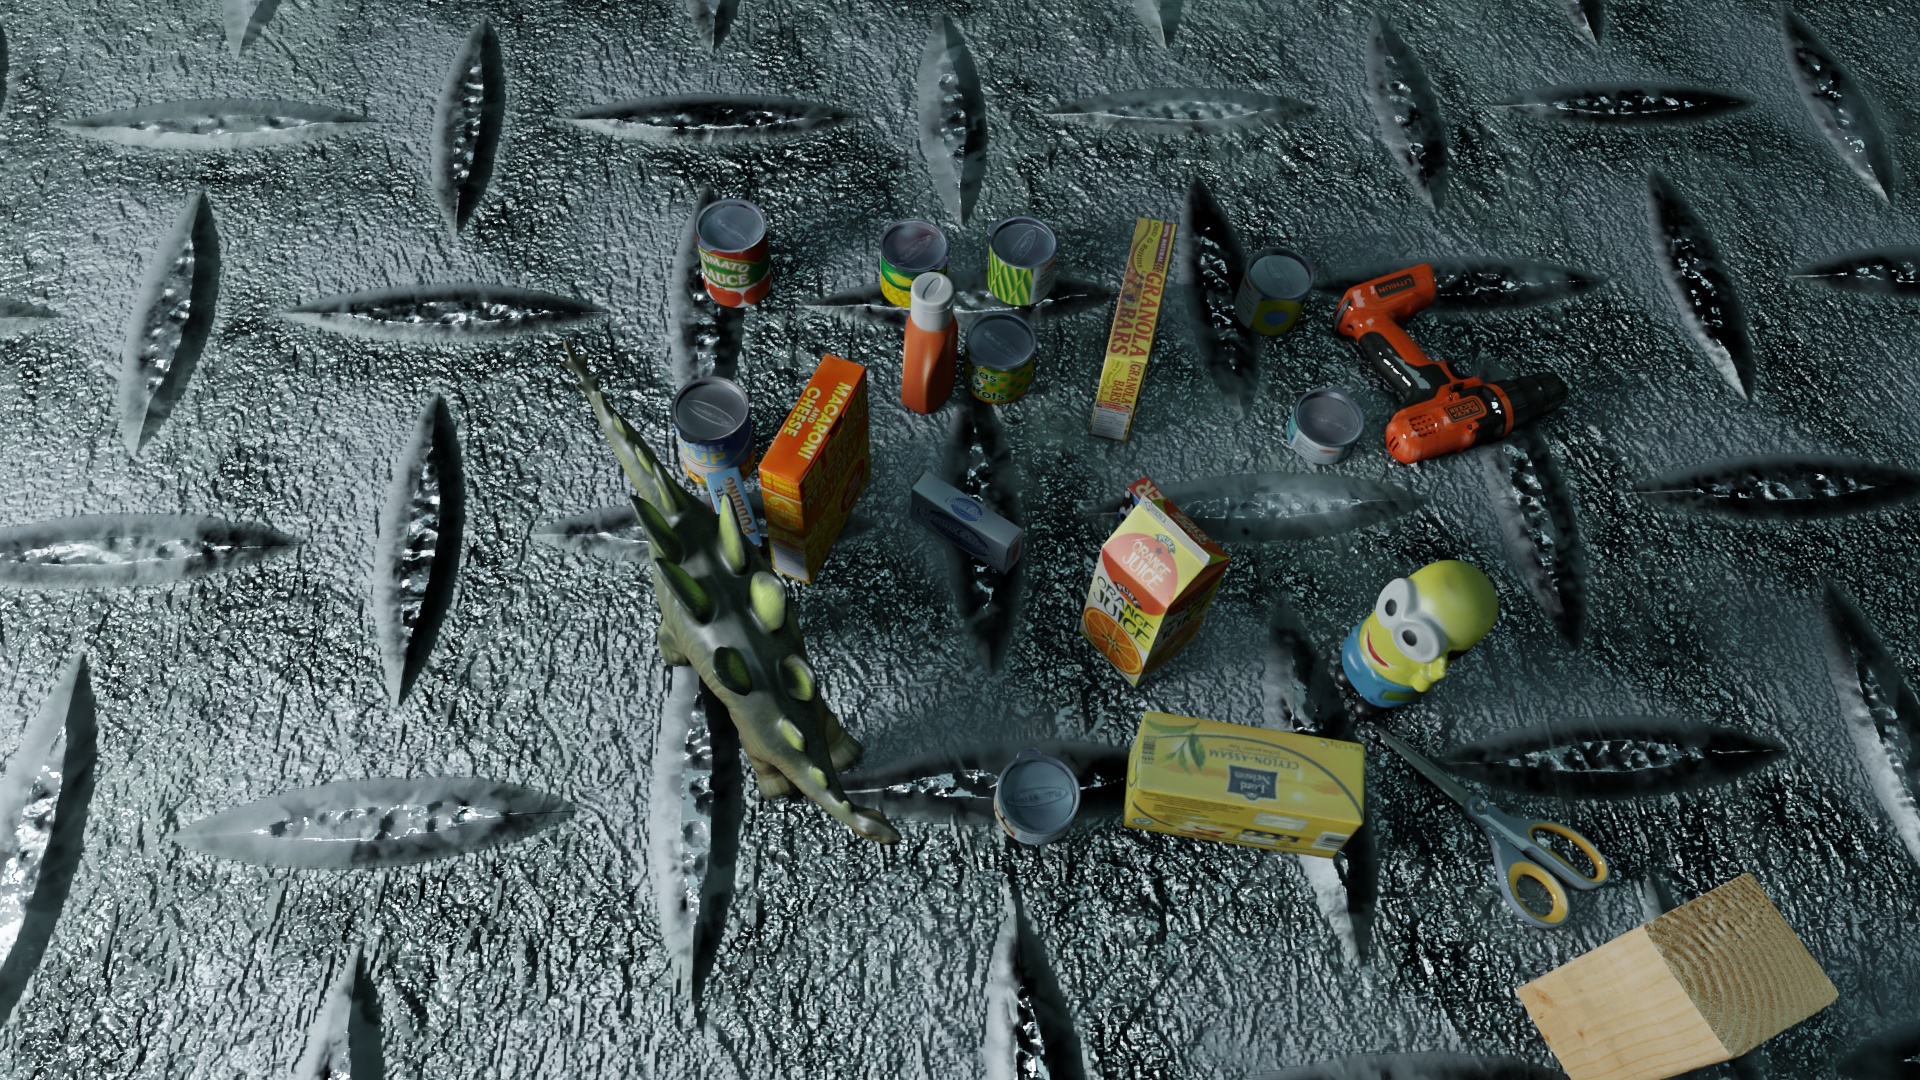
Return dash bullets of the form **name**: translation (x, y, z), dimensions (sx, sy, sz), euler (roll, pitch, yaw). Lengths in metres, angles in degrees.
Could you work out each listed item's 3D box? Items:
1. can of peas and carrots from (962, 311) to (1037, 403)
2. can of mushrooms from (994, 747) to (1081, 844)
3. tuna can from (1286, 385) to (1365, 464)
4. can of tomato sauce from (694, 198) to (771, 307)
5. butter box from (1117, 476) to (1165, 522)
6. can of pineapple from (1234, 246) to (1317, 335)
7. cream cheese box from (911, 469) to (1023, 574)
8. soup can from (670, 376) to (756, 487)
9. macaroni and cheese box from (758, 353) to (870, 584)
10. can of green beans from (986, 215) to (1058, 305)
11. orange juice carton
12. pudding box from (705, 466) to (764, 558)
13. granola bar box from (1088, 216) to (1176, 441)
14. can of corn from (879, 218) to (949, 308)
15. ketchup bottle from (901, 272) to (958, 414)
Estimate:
- **can of peas and carrots**: translation (0.034, -0.167, 1.288), dimensions (0.071, 0.058, 0.071), euler (1, 61, -2)
- **can of mushrooms**: translation (0.060, 0.202, 1.094), dimensions (0.071, 0.033, 0.071), euler (1, 60, -2)
- **tuna can**: translation (0.338, -0.107, 1.286), dimensions (0.071, 0.032, 0.071), euler (1, 60, -2)
- **can of tomato sauce**: translation (-0.215, -0.270, 1.318), dimensions (0.071, 0.082, 0.071), euler (1, 61, -2)
- **butter box**: translation (0.180, -0.002, 1.206), dimensions (0.024, 0.053, 0.104), euler (-30, 66, -18)
- **can of pineapple**: translation (0.305, -0.241, 1.346), dimensions (0.071, 0.057, 0.071), euler (1, 61, -2)
- **cream cheese box**: translation (0.004, -0.015, 1.203), dimensions (0.104, 0.053, 0.024), euler (32, 64, 14)
- **soup can**: translation (-0.216, -0.091, 1.216), dimensions (0.071, 0.083, 0.071), euler (1, 61, -2)
- **macaroni and cheese box**: translation (-0.117, -0.057, 1.155), dimensions (0.040, 0.165, 0.124), euler (22, 62, 9)
- **can of green beans**: translation (0.059, -0.271, 1.349), dimensions (0.071, 0.057, 0.071), euler (1, 61, -2)
- **orange juice carton**: translation (0.154, 0.035, 1.103), dimensions (0.073, 0.191, 0.072), euler (-36, 68, -21)
- **pudding box**: translation (-0.193, -0.016, 1.194), dimensions (0.030, 0.049, 0.084), euler (-16, 63, -12)
- **granola bar box**: translation (0.158, -0.192, 1.272), dimensions (0.039, 0.123, 0.166), euler (13, 61, 4)
- **can of corn**: translation (-0.043, -0.265, 1.339), dimensions (0.071, 0.058, 0.071), euler (1, 61, -2)
- **ketchup bottle**: translation (-0.026, -0.178, 1.239), dimensions (0.043, 0.148, 0.065), euler (26, 63, 11)
